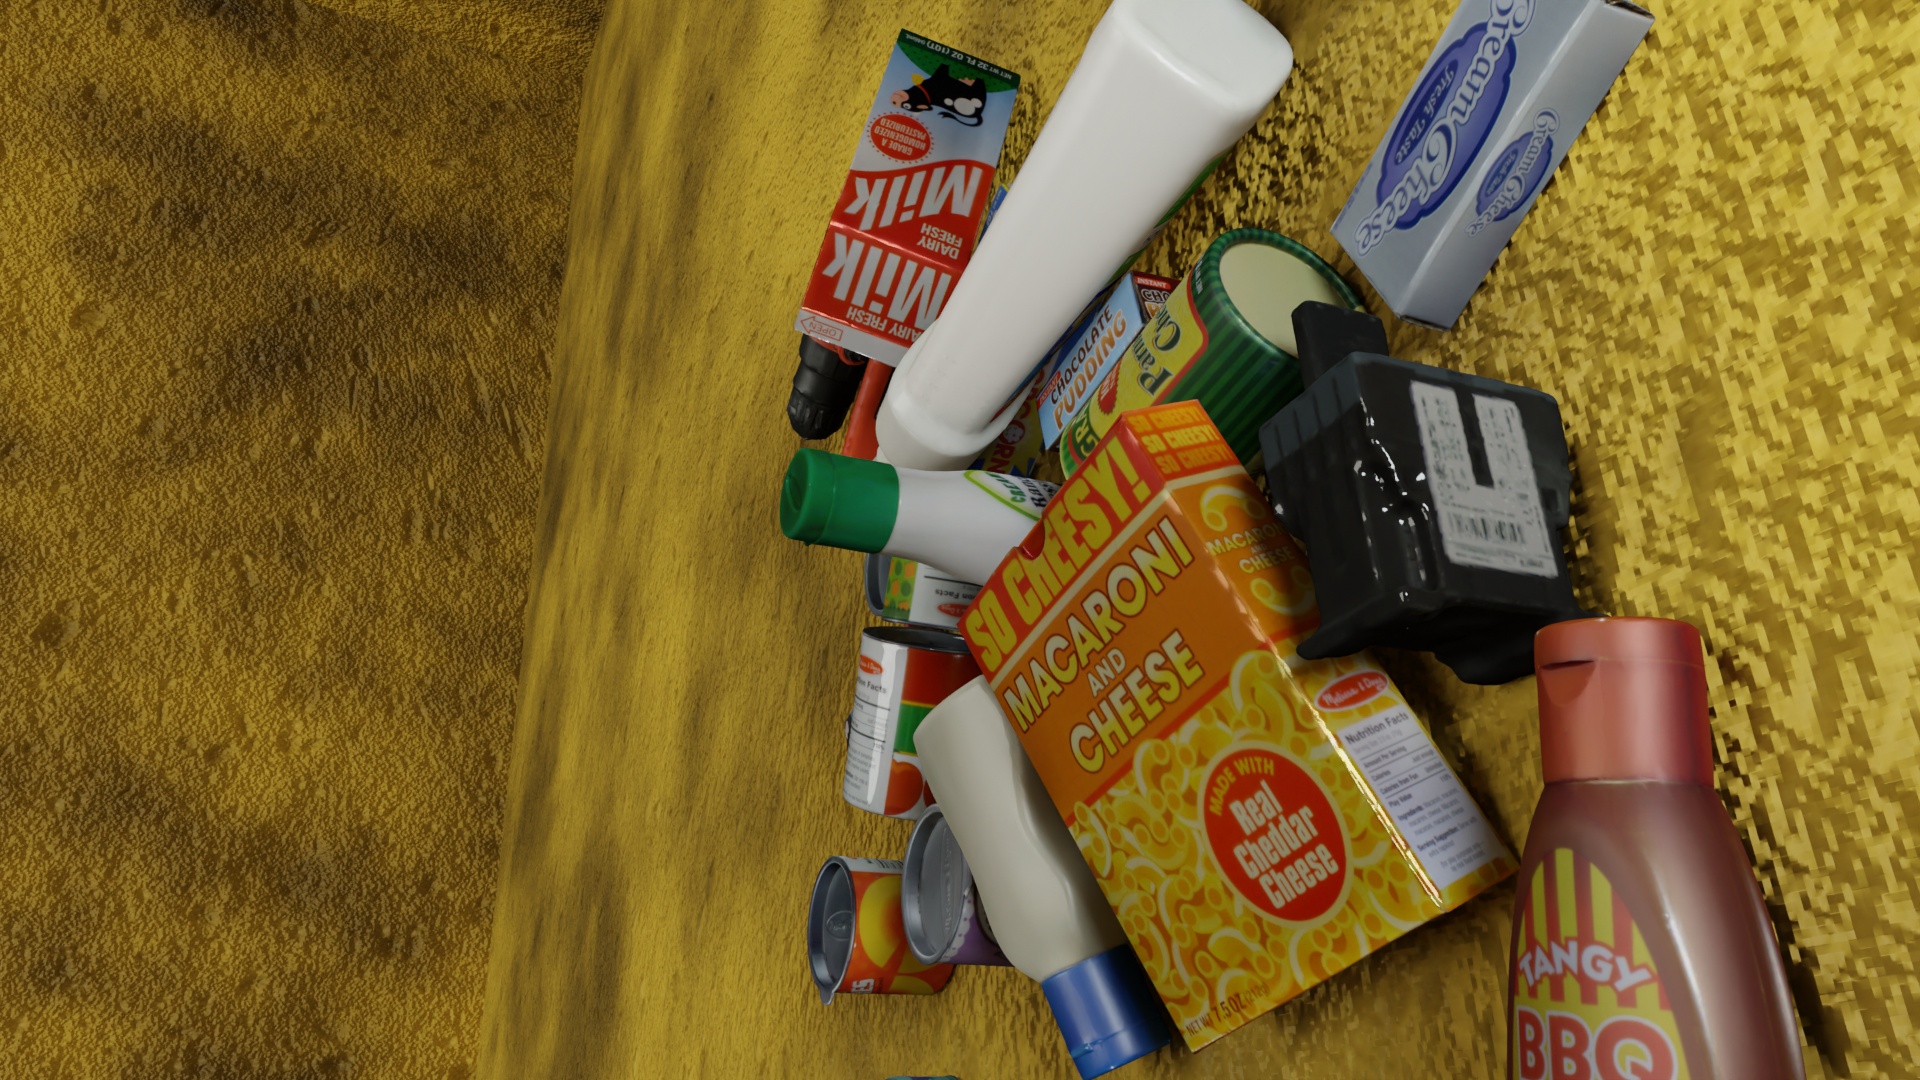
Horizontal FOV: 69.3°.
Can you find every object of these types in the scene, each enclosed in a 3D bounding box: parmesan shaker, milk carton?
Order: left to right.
[{"bbox_3d":[-0.029,-0.169,0.725,0.073,0.072,0.191,122,165,-57],"label":"milk carton"},{"bbox_3d":[0.089,-0.053,0.491,0.102,0.071,0.071,127,145,-46],"label":"parmesan shaker"}]

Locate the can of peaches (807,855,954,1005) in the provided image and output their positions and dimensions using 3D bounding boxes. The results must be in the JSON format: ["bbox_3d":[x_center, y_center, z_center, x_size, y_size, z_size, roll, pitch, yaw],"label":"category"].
[{"bbox_3d":[-0.039,0.196,0.696,0.071,0.058,0.071,-170,89,-66],"label":"can of peaches"}]

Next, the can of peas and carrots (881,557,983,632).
[{"bbox_3d":[-0.002,0.015,0.671,0.071,0.071,0.058,-179,98,-67],"label":"can of peas and carrots"}]

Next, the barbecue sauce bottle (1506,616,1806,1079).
[{"bbox_3d":[0.153,0.093,0.313,0.064,0.044,0.149,152,124,-63],"label":"barbecue sauce bottle"}]

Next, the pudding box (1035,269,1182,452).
[{"bbox_3d":[0.071,-0.067,0.555,0.083,0.050,0.030,128,141,-48],"label":"pudding box"}]

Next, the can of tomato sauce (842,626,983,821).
[{"bbox_3d":[-0.018,0.088,0.680,0.071,0.071,0.083,-165,82,-67],"label":"can of tomato sauce"}]

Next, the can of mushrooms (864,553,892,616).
[{"bbox_3d":[-0.026,0.009,0.770,0.071,0.033,0.071,-170,89,-67],"label":"can of mushrooms"}]

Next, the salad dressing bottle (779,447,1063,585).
[{"bbox_3d":[0.002,-0.007,0.566,0.064,0.148,0.043,-124,48,-57],"label":"salad dressing bottle"}]

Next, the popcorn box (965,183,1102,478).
[{"bbox_3d":[0.026,-0.101,0.686,0.085,0.038,0.126,-116,41,-53],"label":"popcorn box"}]

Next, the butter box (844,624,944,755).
[{"bbox_3d":[-0.034,0.096,0.767,0.103,0.024,0.053,122,148,-42],"label":"butter box"}]

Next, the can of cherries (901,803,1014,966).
[{"bbox_3d":[0.014,0.148,0.592,0.071,0.058,0.071,-169,89,-67],"label":"can of cherries"}]

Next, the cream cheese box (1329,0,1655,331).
[{"bbox_3d":[0.154,-0.121,0.417,0.053,0.024,0.103,-109,36,-47],"label":"cream cheese box"}]

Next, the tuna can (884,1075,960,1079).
[{"bbox_3d":[-0.018,0.284,0.644,0.071,0.033,0.071,-170,89,-67],"label":"tuna can"}]

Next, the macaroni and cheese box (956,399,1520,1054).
[{"bbox_3d":[0.074,0.059,0.436,0.167,0.040,0.123,60,140,22],"label":"macaroni and cheese box"}]

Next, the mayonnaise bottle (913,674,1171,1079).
[{"bbox_3d":[0.032,0.126,0.529,0.064,0.041,0.148,-46,60,43],"label":"mayonnaise bottle"}]
